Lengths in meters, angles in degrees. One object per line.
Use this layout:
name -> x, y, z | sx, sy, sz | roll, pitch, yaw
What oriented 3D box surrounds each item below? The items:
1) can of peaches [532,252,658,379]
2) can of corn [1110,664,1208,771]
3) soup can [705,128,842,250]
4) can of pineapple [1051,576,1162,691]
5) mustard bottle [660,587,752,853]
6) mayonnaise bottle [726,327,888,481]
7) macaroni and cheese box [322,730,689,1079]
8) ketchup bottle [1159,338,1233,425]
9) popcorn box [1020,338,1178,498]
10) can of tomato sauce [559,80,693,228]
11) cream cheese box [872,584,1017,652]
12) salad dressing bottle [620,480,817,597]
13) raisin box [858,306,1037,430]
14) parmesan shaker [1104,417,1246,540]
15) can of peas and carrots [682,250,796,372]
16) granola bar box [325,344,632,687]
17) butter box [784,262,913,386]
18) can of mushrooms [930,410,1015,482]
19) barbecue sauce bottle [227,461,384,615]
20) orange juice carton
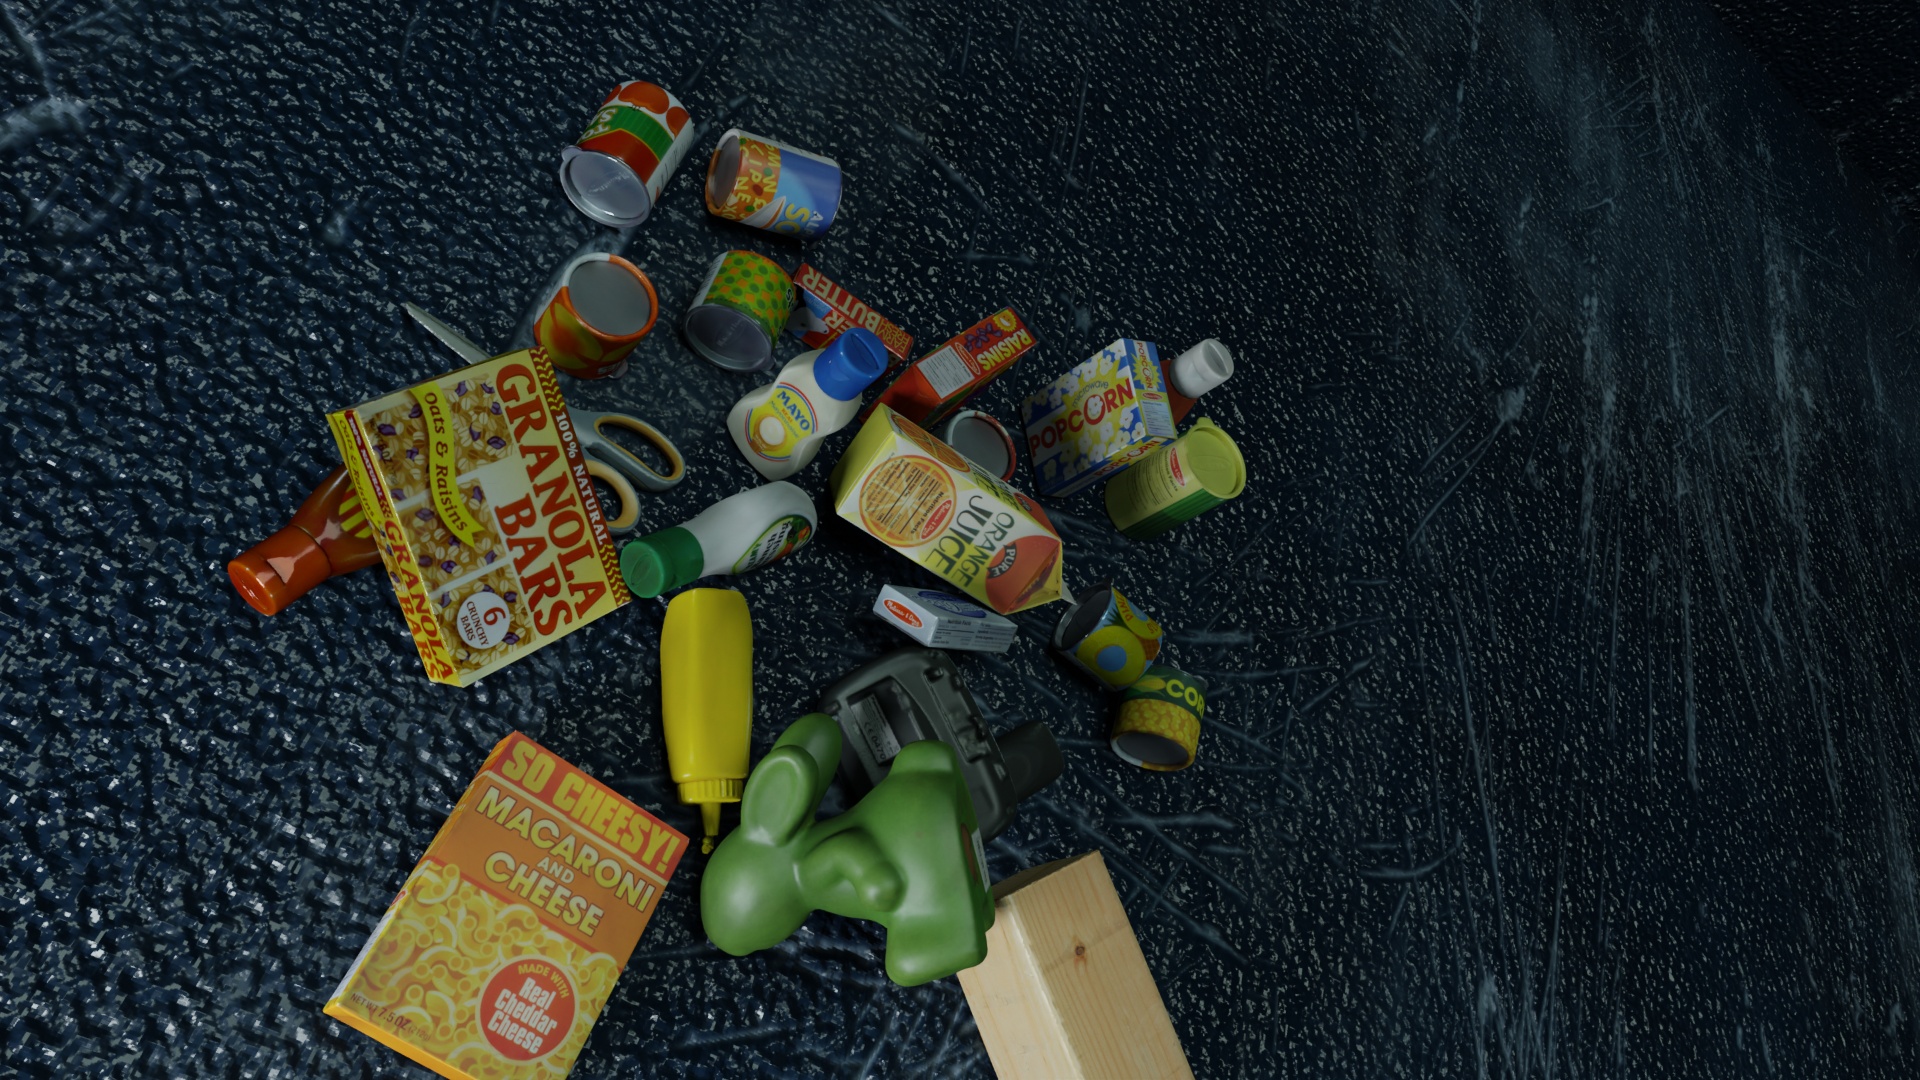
can of peaches -> -0.240, -0.147, 0.921 | 0.071, 0.058, 0.071 | 16, 60, -30
can of corn -> 0.154, 0.137, 1.069 | 0.071, 0.071, 0.058 | 32, 54, -21
soup can -> -0.141, -0.263, 1.045 | 0.084, 0.071, 0.071 | 9, 64, -32
can of pineapple -> 0.114, 0.073, 1.070 | 0.058, 0.070, 0.071 | 39, 51, -17
mustard bottle -> -0.156, 0.112, 0.859 | 0.049, 0.065, 0.160 | 5, 72, -31
mayonnaise bottle -> -0.102, -0.095, 0.938 | 0.064, 0.147, 0.041 | 53, 49, -4
macaroni and cheese box -> -0.243, 0.208, 0.762 | 0.123, 0.040, 0.167 | 37, 52, -17
ketchup bottle -> 0.160, -0.117, 1.141 | 0.044, 0.148, 0.064 | -33, 91, -43
popcorn box -> 0.107, -0.095, 1.107 | 0.038, 0.126, 0.085 | 5, 67, -39
can of tomato sauce -> -0.235, -0.274, 0.979 | 0.071, 0.071, 0.083 | 33, 52, -20
cream cheese box -> -0.009, 0.056, 0.978 | 0.053, 0.024, 0.104 | 31, 12, 33
salad dressing bottle -> -0.154, 0.000, 0.897 | 0.044, 0.064, 0.148 | 46, 34, 13
raisin box -> -0.009, -0.123, 1.061 | 0.040, 0.085, 0.124 | 52, 49, 1
parmesan shaker -> 0.176, -0.049, 1.151 | 0.071, 0.102, 0.071 | 16, 61, -31
can of peas and carrots -> -0.154, -0.162, 0.985 | 0.071, 0.070, 0.059 | 32, 53, -21
granola bar box -> -0.274, -0.017, 0.805 | 0.125, 0.039, 0.165 | -31, 113, -44
butter box -> -0.091, -0.160, 1.040 | 0.103, 0.053, 0.024 | 33, 55, -20
can of mushrooms -> 0.010, -0.065, 1.082 | 0.071, 0.033, 0.071 | 17, 59, -30
barbecue sauce bottle -> -0.341, -0.014, 0.792 | 0.064, 0.043, 0.149 | 56, 48, -13
orange juice carton -> 0.004, -0.013, 1.009 | 0.192, 0.073, 0.072 | 32, 13, -21
